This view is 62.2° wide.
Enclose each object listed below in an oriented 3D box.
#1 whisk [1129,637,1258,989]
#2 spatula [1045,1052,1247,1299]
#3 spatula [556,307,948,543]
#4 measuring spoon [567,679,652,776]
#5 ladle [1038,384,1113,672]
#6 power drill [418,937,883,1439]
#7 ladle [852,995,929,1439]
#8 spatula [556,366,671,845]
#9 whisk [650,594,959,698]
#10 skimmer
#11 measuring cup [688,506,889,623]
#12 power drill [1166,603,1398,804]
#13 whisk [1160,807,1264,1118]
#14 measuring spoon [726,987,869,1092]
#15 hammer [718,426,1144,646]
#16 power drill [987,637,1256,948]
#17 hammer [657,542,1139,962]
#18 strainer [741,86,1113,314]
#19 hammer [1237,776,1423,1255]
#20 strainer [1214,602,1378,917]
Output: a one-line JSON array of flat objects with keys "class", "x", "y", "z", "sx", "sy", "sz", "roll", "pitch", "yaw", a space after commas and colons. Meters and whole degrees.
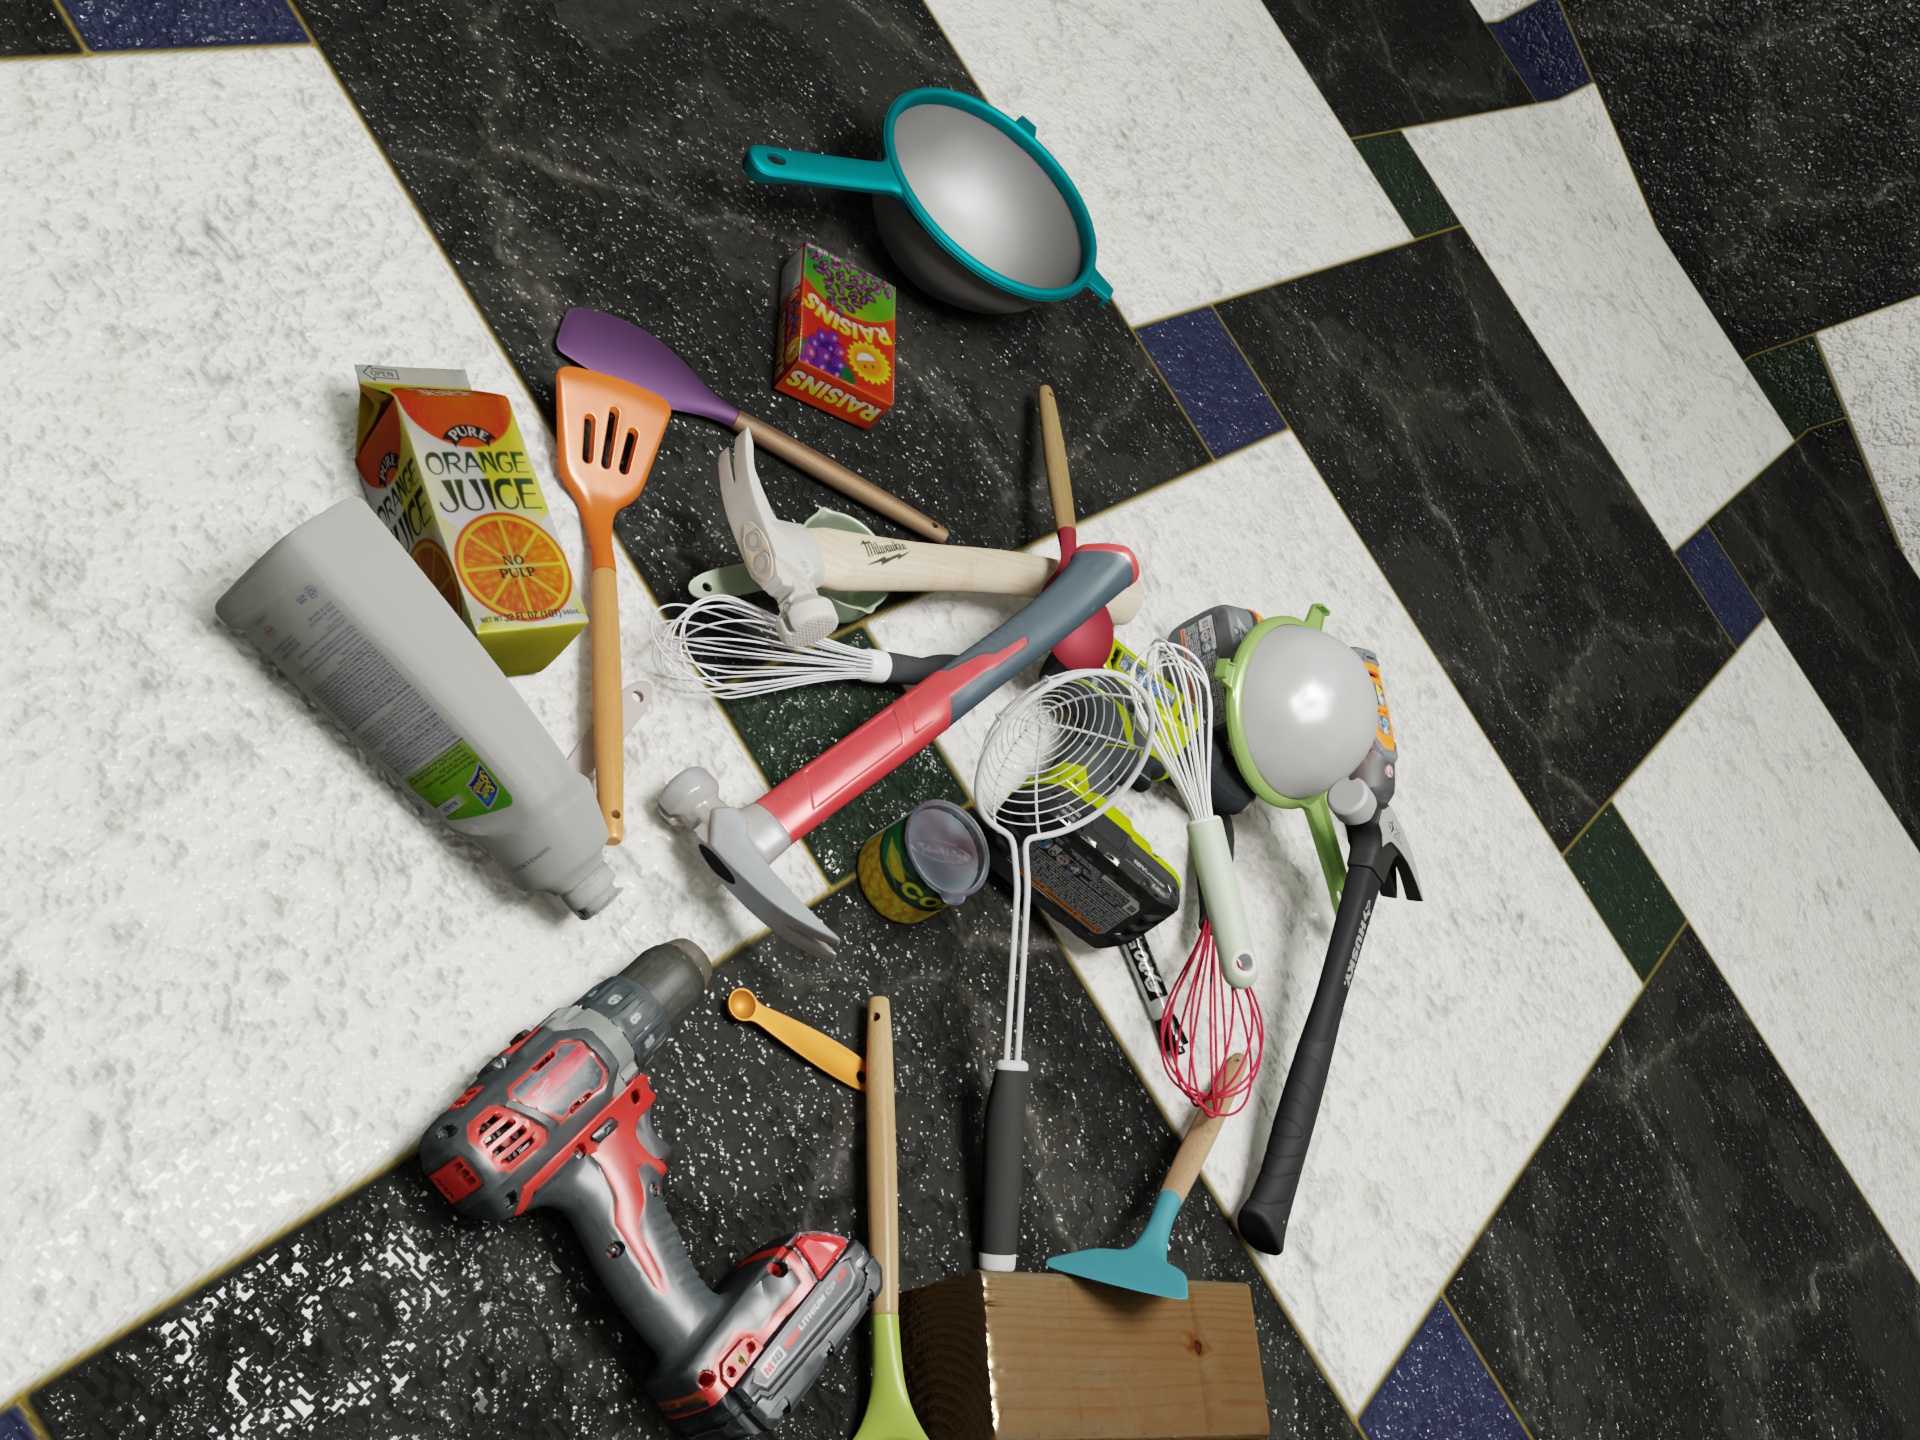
[{"class": "whisk", "x": 0.164, "y": 0.062, "z": 1.087, "sx": 0.057, "sy": 0.059, "sz": 0.246, "roll": -10, "pitch": 80, "yaw": -18}, {"class": "spatula", "x": 0.144, "y": 0.286, "z": 1.026, "sx": 0.317, "sy": 0.082, "sz": 0.044, "roll": -37, "pitch": 130, "yaw": -61}, {"class": "spatula", "x": -0.139, "y": -0.204, "z": 1.133, "sx": 0.315, "sy": 0.018, "sz": 0.060, "roll": 27, "pitch": 50, "yaw": -25}, {"class": "measuring spoon", "x": -0.215, "y": 0.013, "z": 0.945, "sx": 0.034, "sy": 0.018, "sz": 0.124, "roll": 43, "pitch": 45, "yaw": -12}, {"class": "ladle", "x": 0.080, "y": -0.160, "z": 1.228, "sx": 0.069, "sy": 0.031, "sz": 0.316, "roll": 26, "pitch": 40, "yaw": -29}, {"class": "power drill", "x": -0.146, "y": 0.239, "z": 0.836, "sx": 0.226, "sy": 0.080, "sz": 0.188, "roll": 49, "pitch": 44, "yaw": -2}, {"class": "ladle", "x": -0.046, "y": 0.303, "z": 0.891, "sx": 0.062, "sy": 0.078, "sz": 0.320, "roll": 64, "pitch": 19, "yaw": -57}, {"class": "spatula", "x": -0.214, "y": -0.075, "z": 0.972, "sx": 0.081, "sy": 0.041, "sz": 0.323, "roll": 14, "pitch": 54, "yaw": -35}, {"class": "whisk", "x": -0.083, "y": -0.039, "z": 1.064, "sx": 0.284, "sy": 0.070, "sz": 0.070, "roll": 6, "pitch": 63, "yaw": -43}, {"class": "skimmer", "x": 0.054, "y": 0.151, "z": 0.968, "sx": 0.127, "sy": 0.090, "sz": 0.363, "roll": 13, "pitch": 77, "yaw": -38}, {"class": "measuring cup", "x": -0.121, "y": -0.094, "z": 1.074, "sx": 0.167, "sy": 0.038, "sz": 0.083, "roll": -16, "pitch": 77, "yaw": -42}, {"class": "power drill", "x": 0.281, "y": 0.002, "z": 1.326, "sx": 0.226, "sy": 0.084, "sz": 0.164, "roll": 15, "pitch": 59, "yaw": -38}, {"class": "whisk", "x": 0.183, "y": 0.161, "z": 1.149, "sx": 0.073, "sy": 0.073, "sz": 0.296, "roll": 36, "pitch": 36, "yaw": -19}, {"class": "measuring spoon", "x": -0.094, "y": 0.194, "z": 0.951, "sx": 0.116, "sy": 0.011, "sz": 0.021, "roll": 36, "pitch": 48, "yaw": -23}, {"class": "hammer", "x": 0.001, "y": -0.117, "z": 1.147, "sx": 0.410, "sy": 0.038, "sz": 0.146, "roll": 0, "pitch": 61, "yaw": -50}, {"class": "power drill", "x": 0.123, "y": 0.052, "z": 1.154, "sx": 0.190, "sy": 0.080, "sz": 0.229, "roll": 39, "pitch": 41, "yaw": -9}, {"class": "hammer", "x": -0.002, "y": -0.003, "z": 1.029, "sx": 0.143, "sy": 0.038, "sz": 0.386, "roll": 43, "pitch": 56, "yaw": 16}, {"class": "strainer", "x": -0.044, "y": -0.403, "z": 1.276, "sx": 0.340, "sy": 0.095, "sz": 0.211, "roll": -8, "pitch": 69, "yaw": -40}, {"class": "hammer", "x": 0.266, "y": 0.220, "z": 1.155, "sx": 0.146, "sy": 0.035, "sz": 0.335, "roll": 45, "pitch": 59, "yaw": -45}, {"class": "strainer", "x": 0.288, "y": 0.042, "z": 1.222, "sx": 0.151, "sy": 0.069, "sz": 0.256, "roll": -28, "pitch": 104, "yaw": -41}]
